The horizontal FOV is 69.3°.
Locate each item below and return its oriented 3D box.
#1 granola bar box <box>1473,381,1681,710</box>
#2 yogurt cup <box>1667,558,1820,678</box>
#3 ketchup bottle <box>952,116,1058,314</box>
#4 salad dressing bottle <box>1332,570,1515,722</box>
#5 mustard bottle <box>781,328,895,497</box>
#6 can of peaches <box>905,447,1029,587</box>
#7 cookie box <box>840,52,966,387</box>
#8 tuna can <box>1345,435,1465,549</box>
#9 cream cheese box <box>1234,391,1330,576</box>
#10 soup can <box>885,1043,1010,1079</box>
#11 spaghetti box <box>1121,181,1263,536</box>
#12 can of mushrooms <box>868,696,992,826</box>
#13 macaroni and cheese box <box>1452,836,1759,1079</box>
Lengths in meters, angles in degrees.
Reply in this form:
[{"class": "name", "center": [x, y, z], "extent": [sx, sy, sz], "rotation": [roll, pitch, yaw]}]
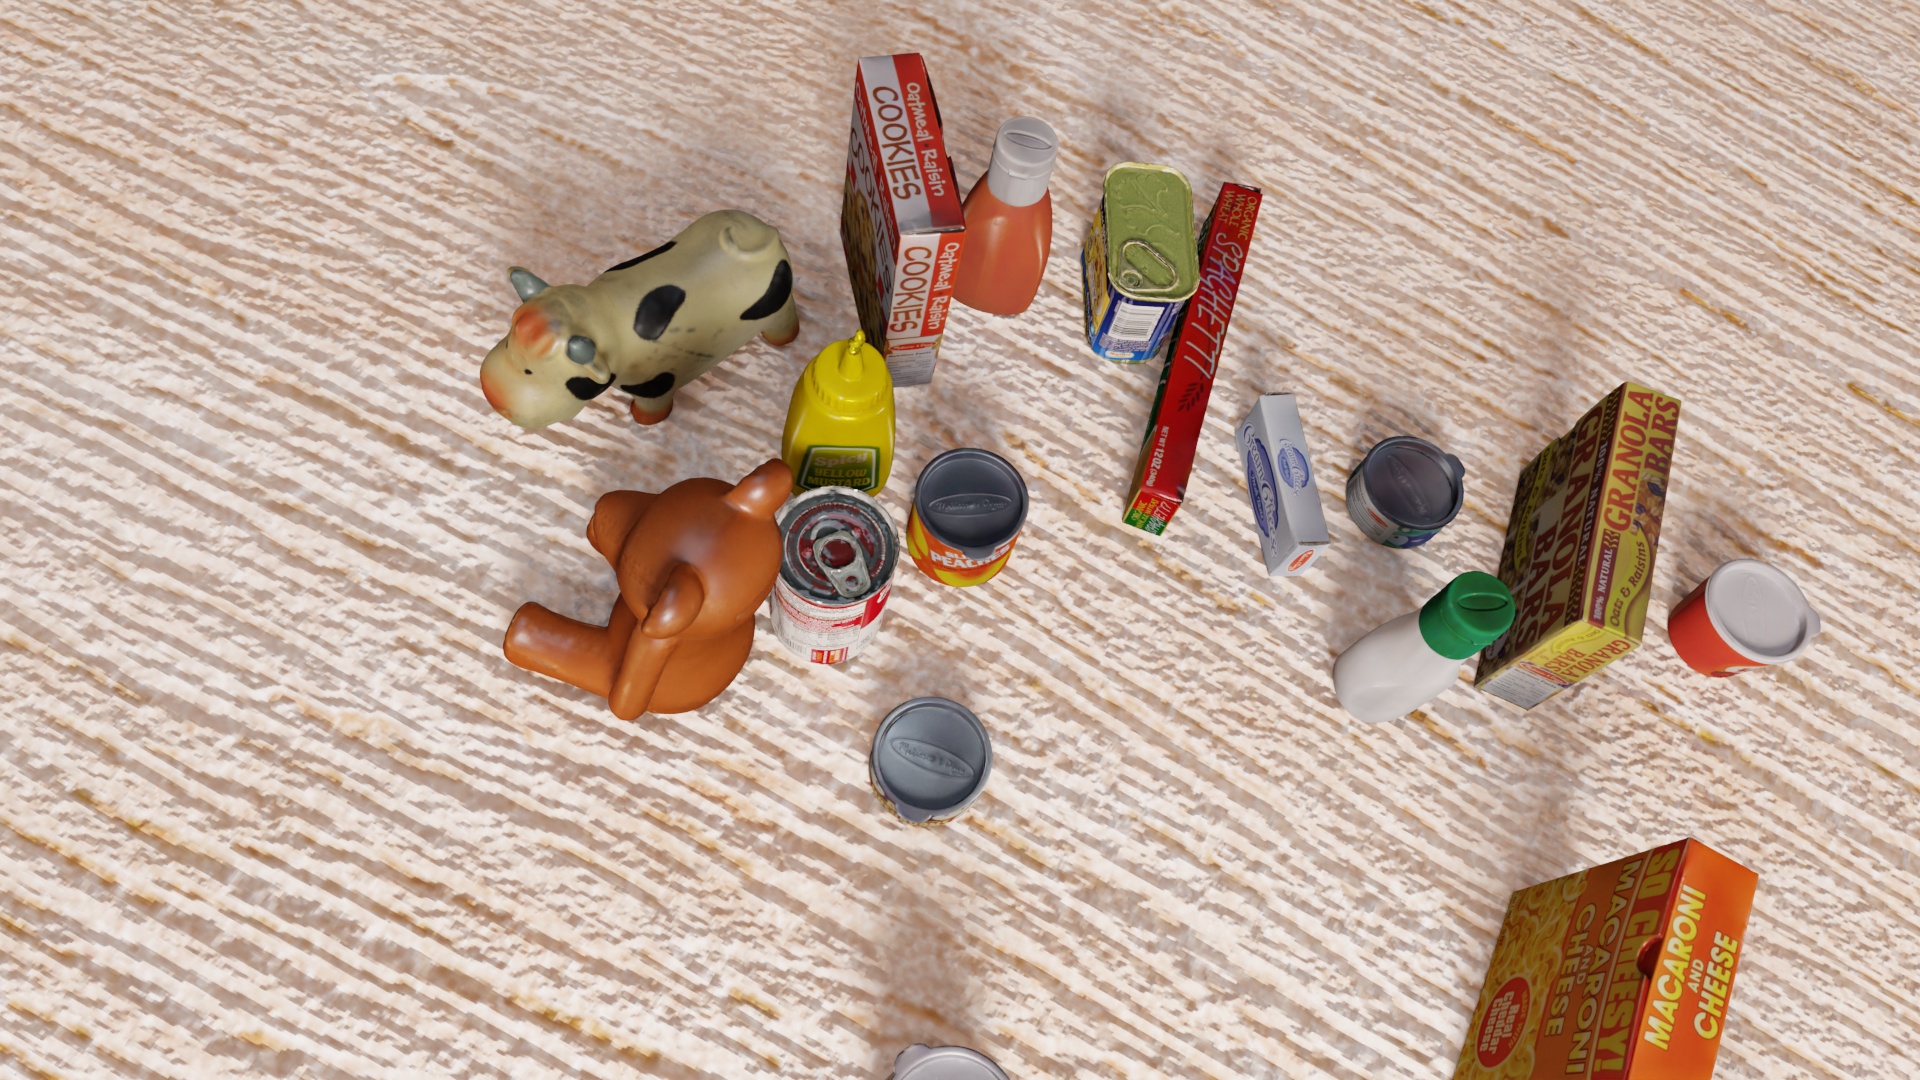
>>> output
[{"class": "granola bar box", "center": [0.365, 0.004, 0.827], "extent": [0.039, 0.123, 0.166], "rotation": [22, 65, 1]}, {"class": "yogurt cup", "center": [0.480, 0.052, 0.862], "extent": [0.072, 0.053, 0.072], "rotation": [3, 66, -7]}, {"class": "ketchup bottle", "center": [0.028, -0.196, 0.851], "extent": [0.065, 0.148, 0.044], "rotation": [15, 65, -2]}, {"class": "salad dressing bottle", "center": [0.256, 0.061, 0.772], "extent": [0.064, 0.147, 0.044], "rotation": [-1, 67, -9]}, {"class": "mustard bottle", "center": [-0.066, -0.070, 0.774], "extent": [0.065, 0.159, 0.049], "rotation": [0, 67, -9]}, {"class": "can of peaches", "center": [0.003, -0.010, 0.814], "extent": [0.071, 0.057, 0.071], "rotation": [3, 66, -7]}, {"class": "cookie box", "center": [-0.037, -0.185, 0.826], "extent": [0.040, 0.166, 0.123], "rotation": [-9, 68, -12]}, {"class": "tuna can", "center": [0.283, -0.031, 0.880], "extent": [0.071, 0.032, 0.071], "rotation": [3, 66, -7]}, {"class": "cream cheese box", "center": [0.197, -0.034, 0.857], "extent": [0.024, 0.053, 0.104], "rotation": [-3, 67, -10]}, {"class": "soup can", "center": [-0.011, 0.279, 0.669], "extent": [0.071, 0.083, 0.071], "rotation": [3, 66, -7]}, {"class": "spaghetti box", "center": [0.150, -0.122, 0.891], "extent": [0.029, 0.050, 0.251], "rotation": [19, 65, 0]}, {"class": "can of mushrooms", "center": [-0.018, 0.124, 0.764], "extent": [0.071, 0.033, 0.071], "rotation": [3, 66, -7]}, {"class": "macaroni and cheese box", "center": [0.317, 0.226, 0.697], "extent": [0.040, 0.165, 0.124], "rotation": [28, 65, 4]}]
